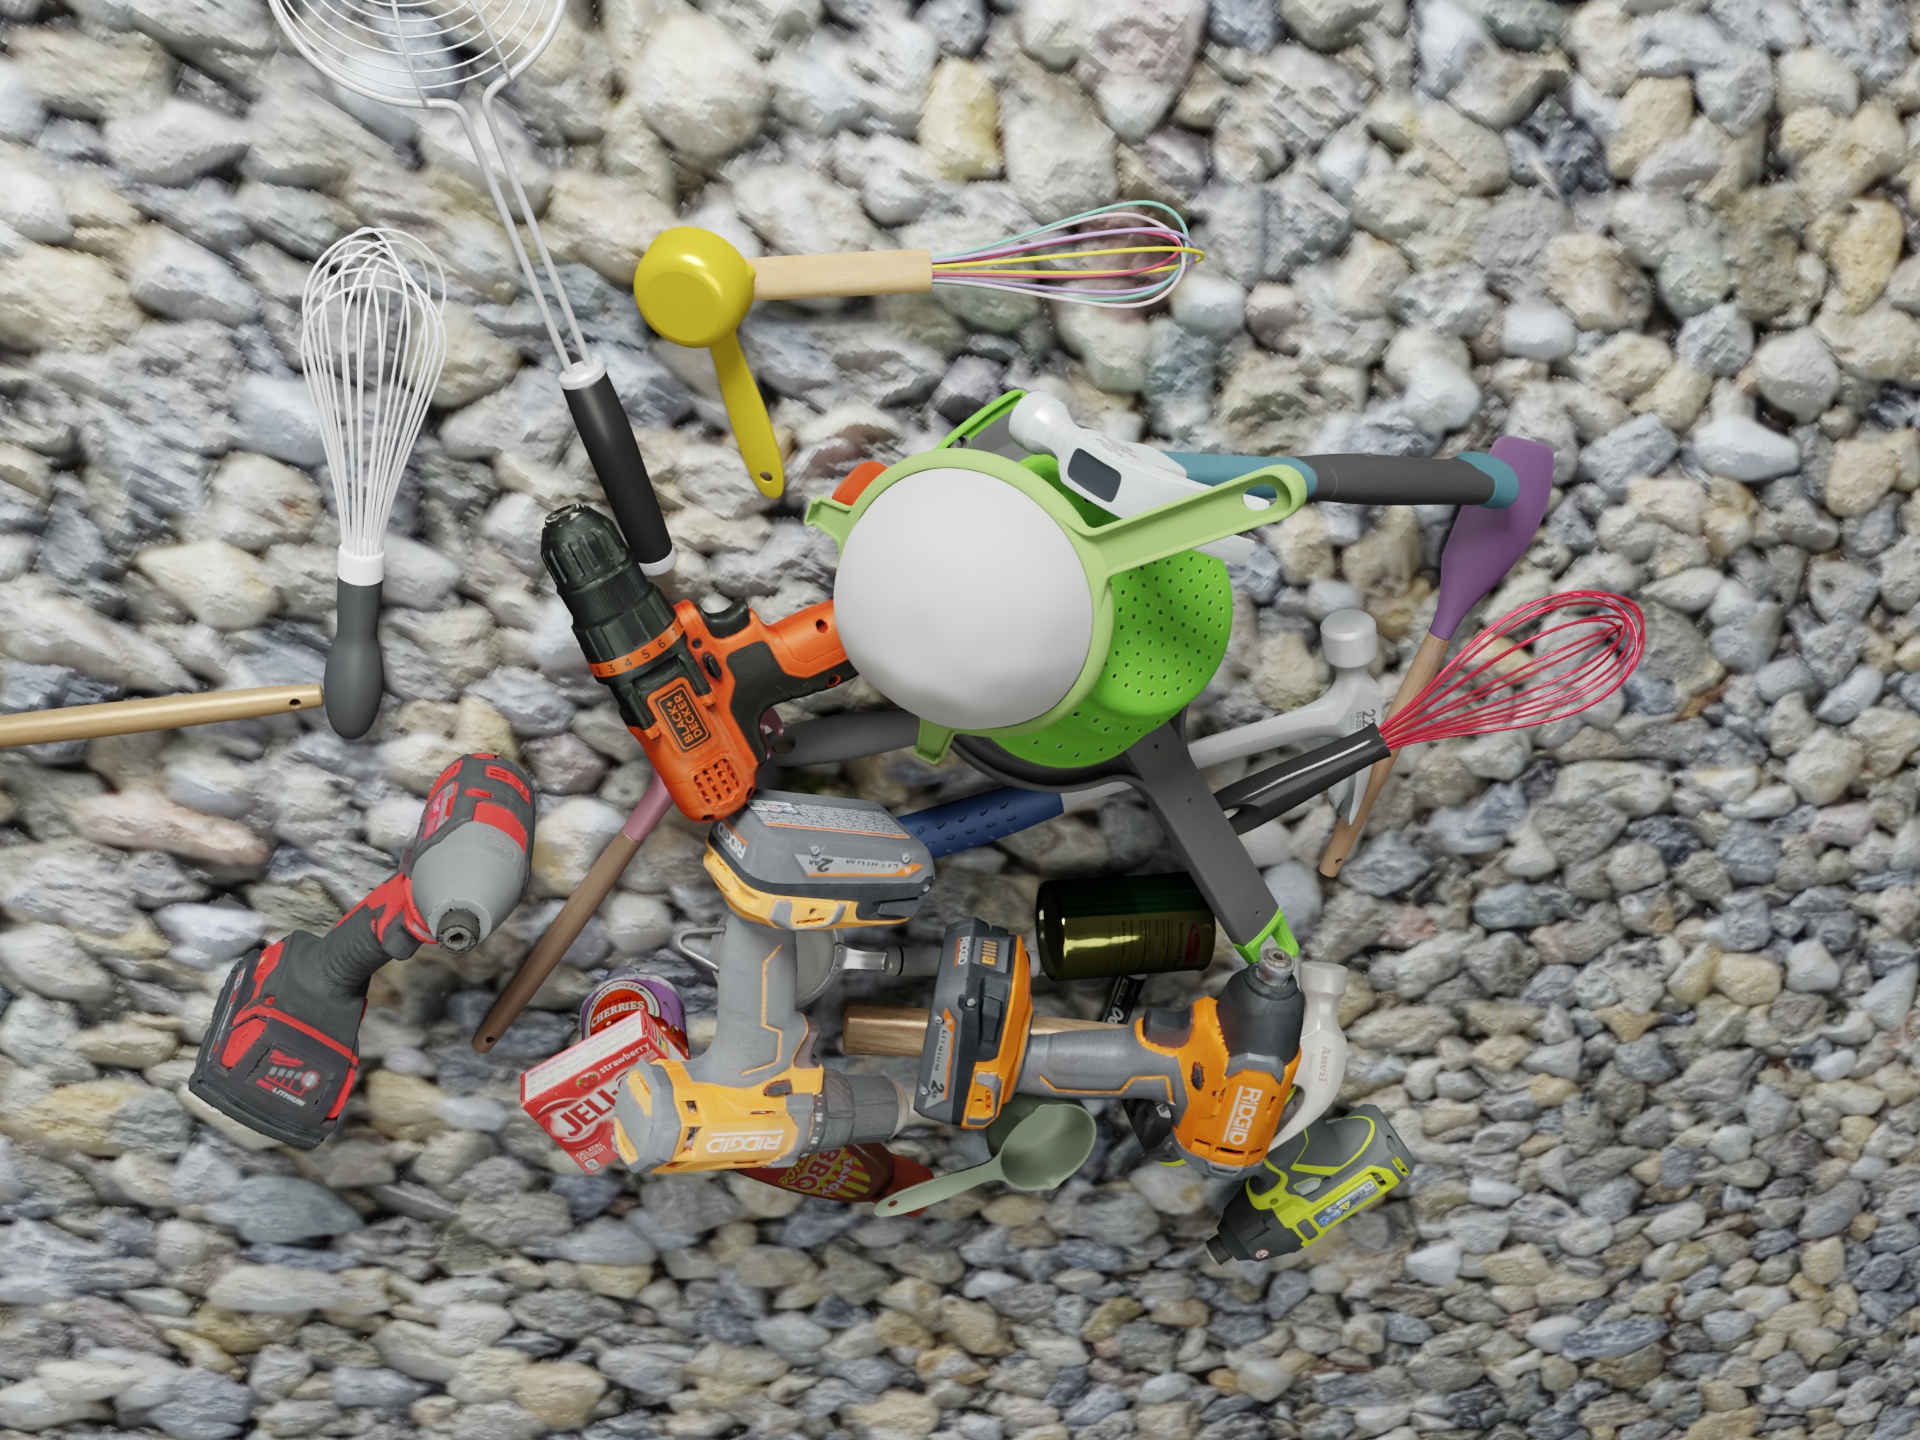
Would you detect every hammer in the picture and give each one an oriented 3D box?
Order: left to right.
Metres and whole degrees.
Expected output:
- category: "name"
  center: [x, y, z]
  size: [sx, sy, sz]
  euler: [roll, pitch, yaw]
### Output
- category: "hammer"
  center: [0.073, 0.049, 0.997]
  size: [0.405, 0.035, 0.144]
  euler: [-16, 122, -5]
- category: "hammer"
  center: [0.088, 0.217, 1.052]
  size: [0.331, 0.031, 0.130]
  euler: [3, 92, 0]
- category: "hammer"
  center: [0.188, -0.130, 0.849]
  size: [0.331, 0.128, 0.033]
  euler: [-6, 127, -38]

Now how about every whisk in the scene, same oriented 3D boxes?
- category: "whisk"
  center: [-0.298, -0.108, 0.798]
  size: [0.070, 0.070, 0.284]
  euler: [5, 123, -18]
- category: "whisk"
  center: [-0.002, -0.004, 0.942]
  size: [0.239, 0.055, 0.055]
  euler: [-10, 122, -4]
- category: "whisk"
  center: [0.006, -0.233, 0.810]
  size: [0.245, 0.047, 0.051]
  euler: [-5, 122, -8]
- category: "whisk"
  center: [0.275, 0.002, 0.971]
  size: [0.296, 0.073, 0.073]
  euler: [-27, 123, 10]

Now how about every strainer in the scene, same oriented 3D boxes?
- category: "strainer"
  center: [-0.051, 0.154, 1.026]
  size: [0.258, 0.050, 0.087]
  euler: [5, 104, -21]
- category: "strainer"
  center: [0.035, -0.062, 0.738]
  size: [0.256, 0.069, 0.151]
  euler: [-16, 104, 35]

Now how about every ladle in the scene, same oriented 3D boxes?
- category: "ladle"
  center: [-0.500, 0.001, 0.820]
  size: [0.320, 0.062, 0.078]
  euler: [-8, 120, -18]

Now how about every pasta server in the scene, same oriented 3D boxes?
- category: "pasta server"
  center: [-0.208, 0.091, 0.946]
  size: [0.060, 0.040, 0.316]
  euler: [29, 110, -27]

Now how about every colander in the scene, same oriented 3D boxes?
- category: "colander"
  center: [0.118, 0.003, 0.880]
  size: [0.204, 0.094, 0.396]
  euler: [-44, 115, -22]

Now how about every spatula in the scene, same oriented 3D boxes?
- category: "spatula"
  center: [0.298, -0.032, 1.020]
  size: [0.059, 0.018, 0.315]
  euler: [10, 116, -21]

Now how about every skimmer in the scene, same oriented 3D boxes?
- category: "skimmer"
  center: [-0.207, -0.231, 0.762]
  size: [0.127, 0.090, 0.362]
  euler: [-22, 133, -8]

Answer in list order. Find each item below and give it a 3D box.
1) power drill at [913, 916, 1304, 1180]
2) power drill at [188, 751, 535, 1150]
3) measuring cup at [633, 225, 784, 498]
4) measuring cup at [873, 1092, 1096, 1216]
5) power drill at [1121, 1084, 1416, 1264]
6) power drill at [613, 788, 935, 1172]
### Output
- category: "power drill"
  center: [0.094, 0.190, 0.971]
  size: [0.226, 0.084, 0.164]
  euler: [10, 122, 0]
- category: "power drill"
  center: [-0.320, 0.127, 0.877]
  size: [0.219, 0.143, 0.078]
  euler: [-43, 119, 14]
- category: "measuring cup"
  center: [-0.121, -0.173, 0.809]
  size: [0.062, 0.029, 0.156]
  euler: [-2, 130, 19]
- category: "measuring cup"
  center: [0.013, 0.305, 1.119]
  size: [0.167, 0.038, 0.083]
  euler: [-17, 122, -14]
- category: "power drill"
  center: [0.219, 0.312, 1.169]
  size: [0.171, 0.080, 0.223]
  euler: [-35, 125, 6]
- category: "power drill"
  center: [-0.088, 0.161, 0.930]
  size: [0.185, 0.084, 0.226]
  euler: [9, 107, -35]
